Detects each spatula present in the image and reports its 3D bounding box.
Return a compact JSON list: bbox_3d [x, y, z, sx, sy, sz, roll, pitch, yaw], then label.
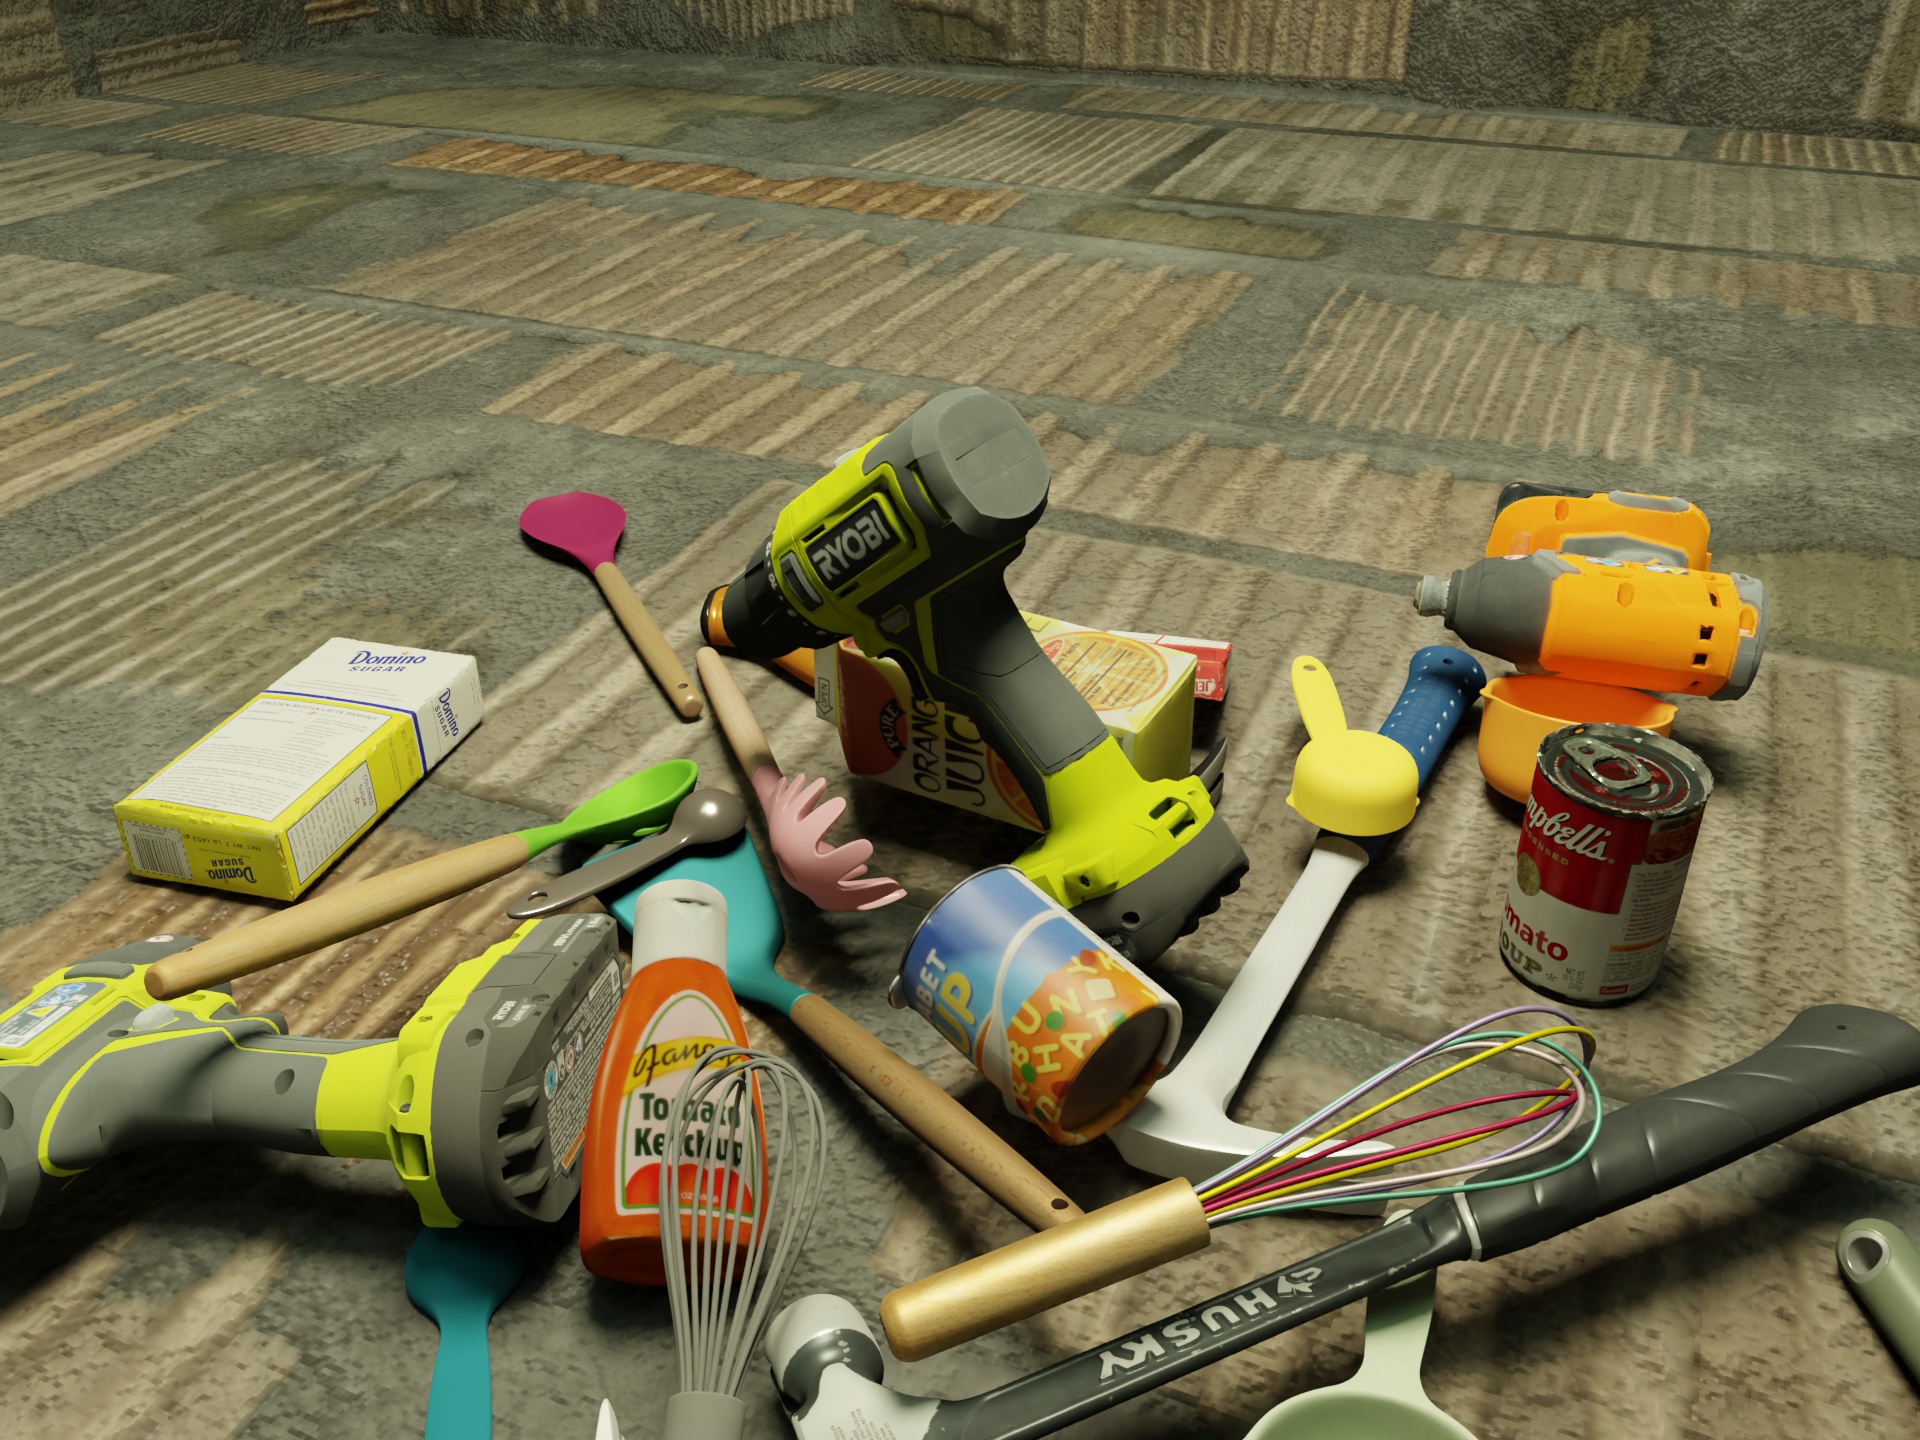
[{"bbox_3d":[-0.050,0.115,0.619,0.082,0.044,0.318,-16,24,-31],"label":"spatula"}]

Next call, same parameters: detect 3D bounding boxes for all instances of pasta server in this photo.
[{"bbox_3d":[-0.094,0.014,0.782,0.040,0.060,0.316,-33,27,-4],"label":"pasta server"}]

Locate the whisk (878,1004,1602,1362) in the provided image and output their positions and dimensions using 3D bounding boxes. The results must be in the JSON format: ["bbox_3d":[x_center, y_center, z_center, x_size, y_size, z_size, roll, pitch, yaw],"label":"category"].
[{"bbox_3d":[0.093,0.147,0.492,0.245,0.047,0.051,-18,73,-12],"label":"whisk"}]

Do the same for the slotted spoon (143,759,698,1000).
[{"bbox_3d":[-0.204,0.061,0.662,0.070,0.031,0.314,-14,4,24],"label":"slotted spoon"}]

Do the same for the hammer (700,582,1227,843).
[{"bbox_3d":[-0.020,-0.010,0.858,0.337,0.034,0.127,27,42,37],"label":"hammer"}]

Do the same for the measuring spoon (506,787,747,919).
[{"bbox_3d":[-0.147,0.056,0.706,0.034,0.018,0.124,21,34,39],"label":"measuring spoon"}]

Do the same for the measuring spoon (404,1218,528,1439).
[{"bbox_3d":[-0.164,0.206,0.519,0.042,0.021,0.129,-7,31,-11],"label":"measuring spoon"}]

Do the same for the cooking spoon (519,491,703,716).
[{"bbox_3d":[-0.214,-0.081,0.990,0.068,0.017,0.319,-15,34,-21],"label":"cooking spoon"}]

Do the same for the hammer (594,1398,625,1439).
[{"bbox_3d":[-0.252,0.232,0.461,0.335,0.035,0.146,9,40,18],"label":"hammer"}]

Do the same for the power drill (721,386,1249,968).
[{"bbox_3d":[-0.001,-0.002,0.662,0.080,0.228,0.190,-34,5,-40],"label":"power drill"}]

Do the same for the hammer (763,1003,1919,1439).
[{"bbox_3d":[0.149,0.167,0.506,0.409,0.036,0.149,-15,15,-18],"label":"hammer"}]

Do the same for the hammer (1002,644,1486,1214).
[{"bbox_3d":[0.177,0.069,0.727,0.144,0.035,0.405,16,35,25],"label":"hammer"}]

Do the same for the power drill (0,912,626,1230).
[{"bbox_3d":[-0.245,0.123,0.595,0.223,0.080,0.171,-1,16,5],"label":"power drill"}]

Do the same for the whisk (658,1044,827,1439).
[{"bbox_3d":[-0.073,0.203,0.465,0.055,0.055,0.239,1,50,2],"label":"whisk"}]

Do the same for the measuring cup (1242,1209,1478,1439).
[{"bbox_3d":[0.132,0.217,0.493,0.083,0.038,0.167,6,23,19],"label":"measuring cup"}]

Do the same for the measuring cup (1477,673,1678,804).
[{"bbox_3d":[0.305,0.002,0.829,0.095,0.052,0.174,4,16,3],"label":"measuring cup"}]

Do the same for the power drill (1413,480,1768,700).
[{"bbox_3d":[0.337,-0.075,0.873,0.164,0.084,0.226,10,19,15],"label":"power drill"}]

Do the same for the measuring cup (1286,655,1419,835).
[{"bbox_3d":[0.183,0.000,0.775,0.062,0.029,0.157,0,33,0],"label":"measuring cup"}]

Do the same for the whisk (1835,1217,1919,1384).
[{"bbox_3d":[0.323,0.238,0.451,0.059,0.057,0.247,29,23,-18],"label":"whisk"}]
